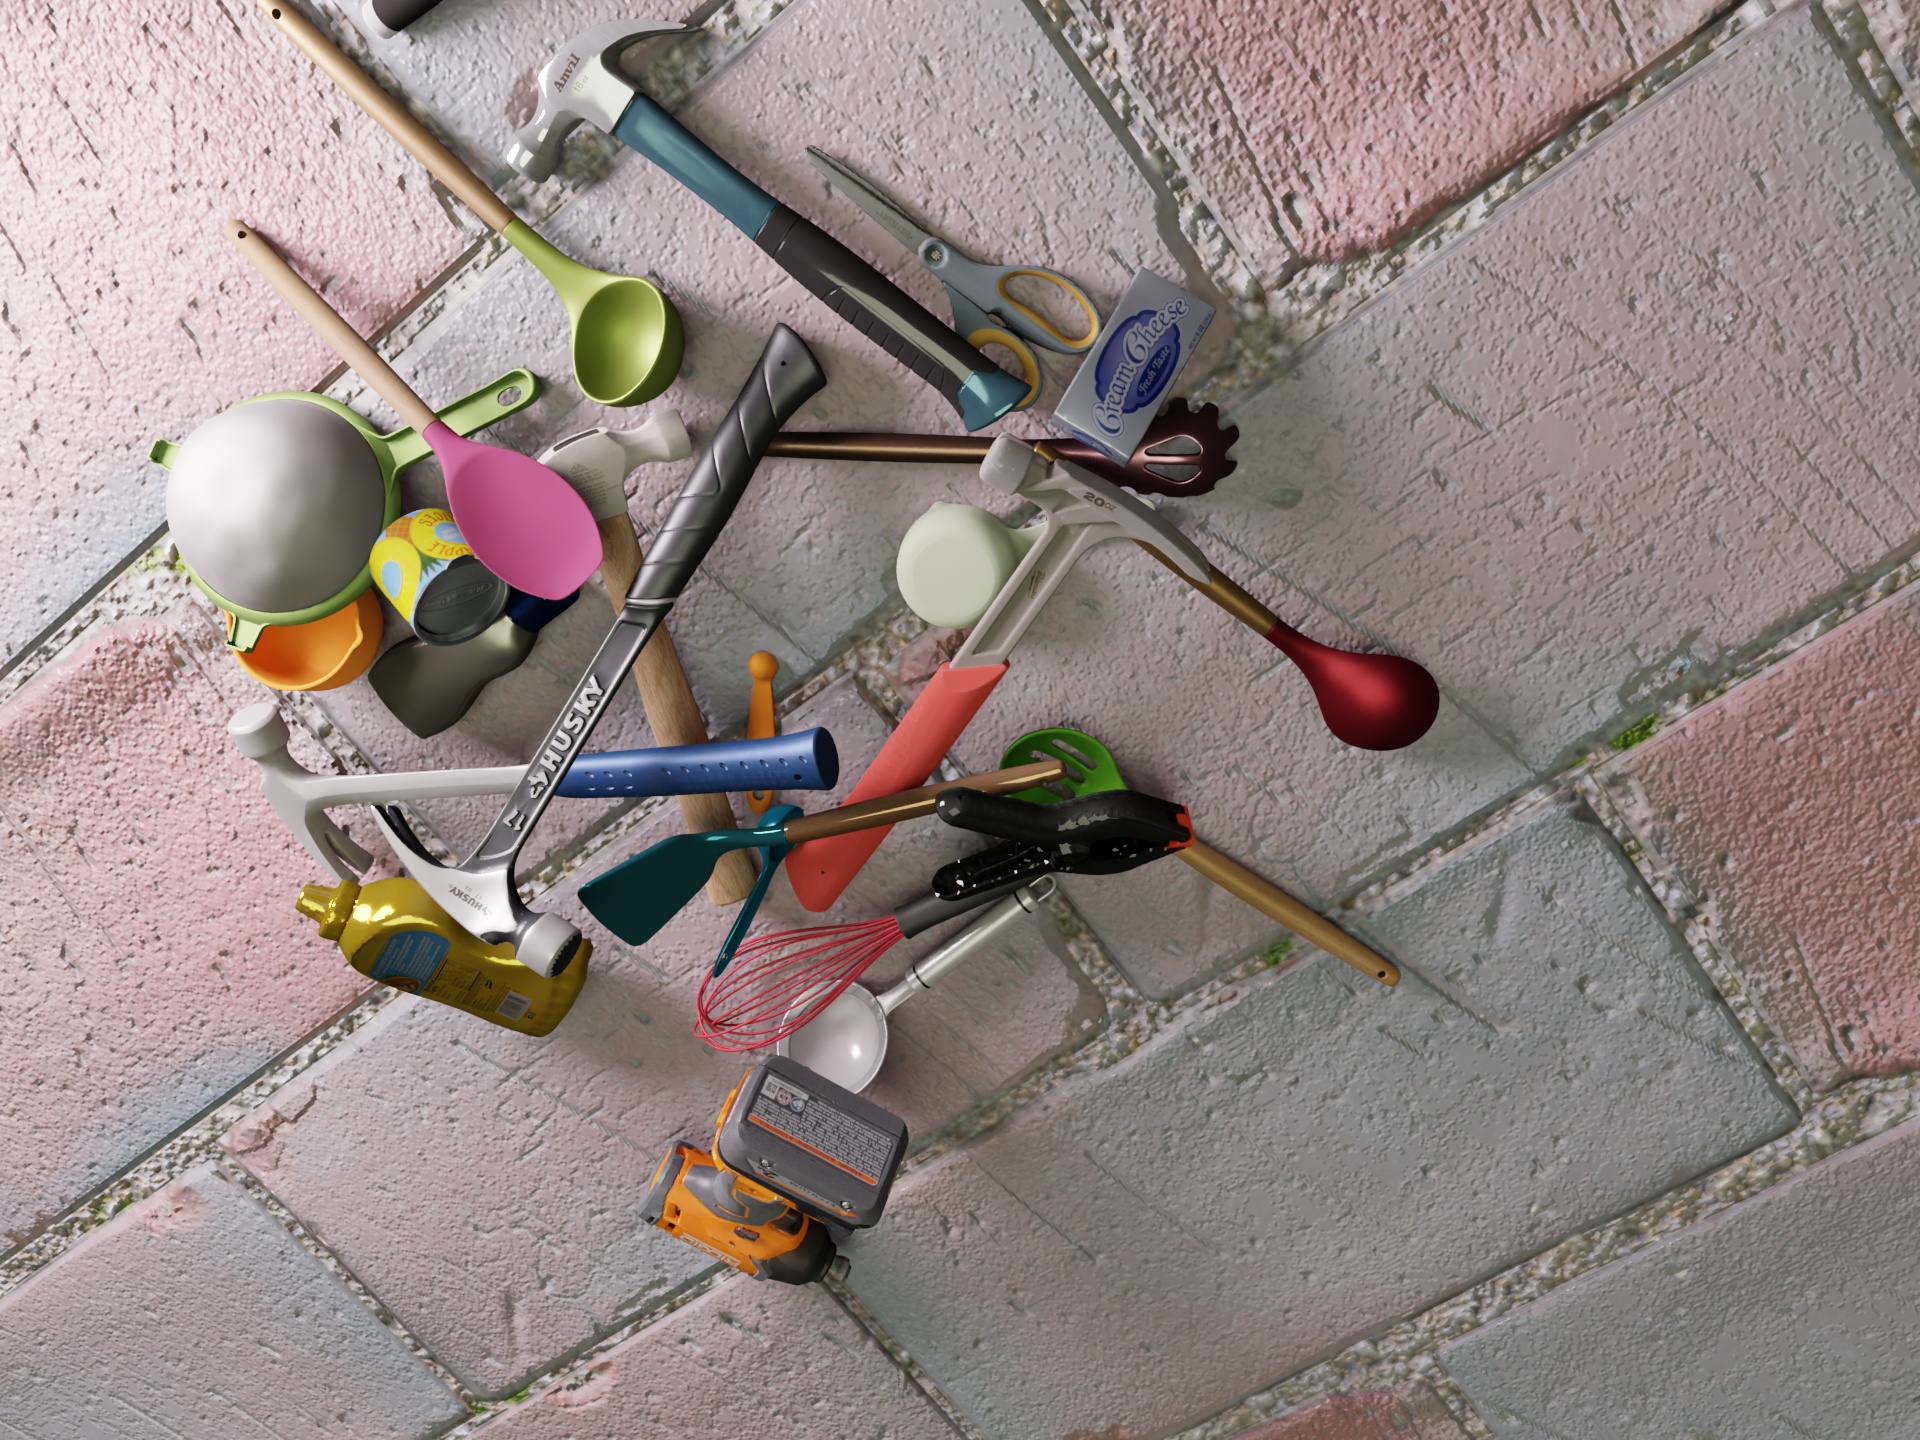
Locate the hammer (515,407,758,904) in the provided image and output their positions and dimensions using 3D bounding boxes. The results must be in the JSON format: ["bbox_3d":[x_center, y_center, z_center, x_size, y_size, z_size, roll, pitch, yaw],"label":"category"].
[{"bbox_3d":[-0.195,-0.025,1.029,0.130,0.031,0.331,-20,114,-12],"label":"hammer"}]

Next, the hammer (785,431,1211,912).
[{"bbox_3d":[-0.002,-0.003,1.001,0.149,0.037,0.359,29,120,-11],"label":"hammer"}]

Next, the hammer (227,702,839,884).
[{"bbox_3d":[-0.272,0.041,1.027,0.405,0.035,0.144,-4,126,17],"label":"hammer"}]

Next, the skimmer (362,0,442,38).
[{"bbox_3d":[-0.178,-0.480,0.869,0.363,0.090,0.127,-23,110,24],"label":"skimmer"}]

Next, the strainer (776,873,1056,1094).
[{"bbox_3d":[-0.034,0.186,1.103,0.258,0.050,0.087,-38,59,12],"label":"strainer"}]

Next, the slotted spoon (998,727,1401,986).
[{"bbox_3d":[0.163,0.095,1.055,0.313,0.031,0.070,32,112,-8],"label":"slotted spoon"}]

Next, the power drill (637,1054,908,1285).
[{"bbox_3d":[-0.121,0.330,1.111,0.164,0.084,0.226,30,139,-8],"label":"power drill"}]

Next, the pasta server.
[{"bbox_3d":[0.010,-0.167,0.973,0.316,0.040,0.060,3,111,9],"label":"pasta server"}]

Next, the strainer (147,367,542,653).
[{"bbox_3d":[-0.380,-0.158,0.972,0.256,0.069,0.151,-25,84,4],"label":"strainer"}]

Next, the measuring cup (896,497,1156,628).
[{"bbox_3d":[0.039,-0.105,0.983,0.167,0.038,0.083,-15,109,14],"label":"measuring cup"}]

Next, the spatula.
[{"bbox_3d":[-0.084,0.076,1.011,0.317,0.044,0.082,-14,142,12],"label":"spatula"}]

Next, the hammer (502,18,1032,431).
[{"bbox_3d":[-0.101,-0.279,0.923,0.331,0.033,0.128,37,111,-4],"label":"hammer"}]

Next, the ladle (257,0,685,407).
[{"bbox_3d":[-0.289,-0.309,0.933,0.320,0.062,0.078,43,109,-8],"label":"ladle"}]

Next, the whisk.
[{"bbox_3d":[-0.057,0.146,1.081,0.296,0.073,0.073,-27,106,9],"label":"whisk"}]

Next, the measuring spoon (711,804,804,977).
[{"bbox_3d":[-0.144,0.112,1.071,0.021,0.042,0.128,26,90,19],"label":"measuring spoon"}]

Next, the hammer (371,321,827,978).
[{"bbox_3d":[-0.201,-0.057,0.957,0.149,0.036,0.409,31,90,8],"label":"hammer"}]

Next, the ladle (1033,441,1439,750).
[{"bbox_3d":[0.170,-0.074,0.971,0.315,0.031,0.069,35,114,-13],"label":"ladle"}]

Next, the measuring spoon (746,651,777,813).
[{"bbox_3d":[-0.134,0.010,1.061,0.021,0.011,0.116,6,111,4],"label":"measuring spoon"}]

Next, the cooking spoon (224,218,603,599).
[{"bbox_3d":[-0.333,-0.192,0.954,0.069,0.017,0.319,-44,83,-7],"label":"cooking spoon"}]

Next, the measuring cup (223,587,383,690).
[{"bbox_3d":[-0.411,-0.103,1.033,0.095,0.052,0.173,13,87,6],"label":"measuring cup"}]
